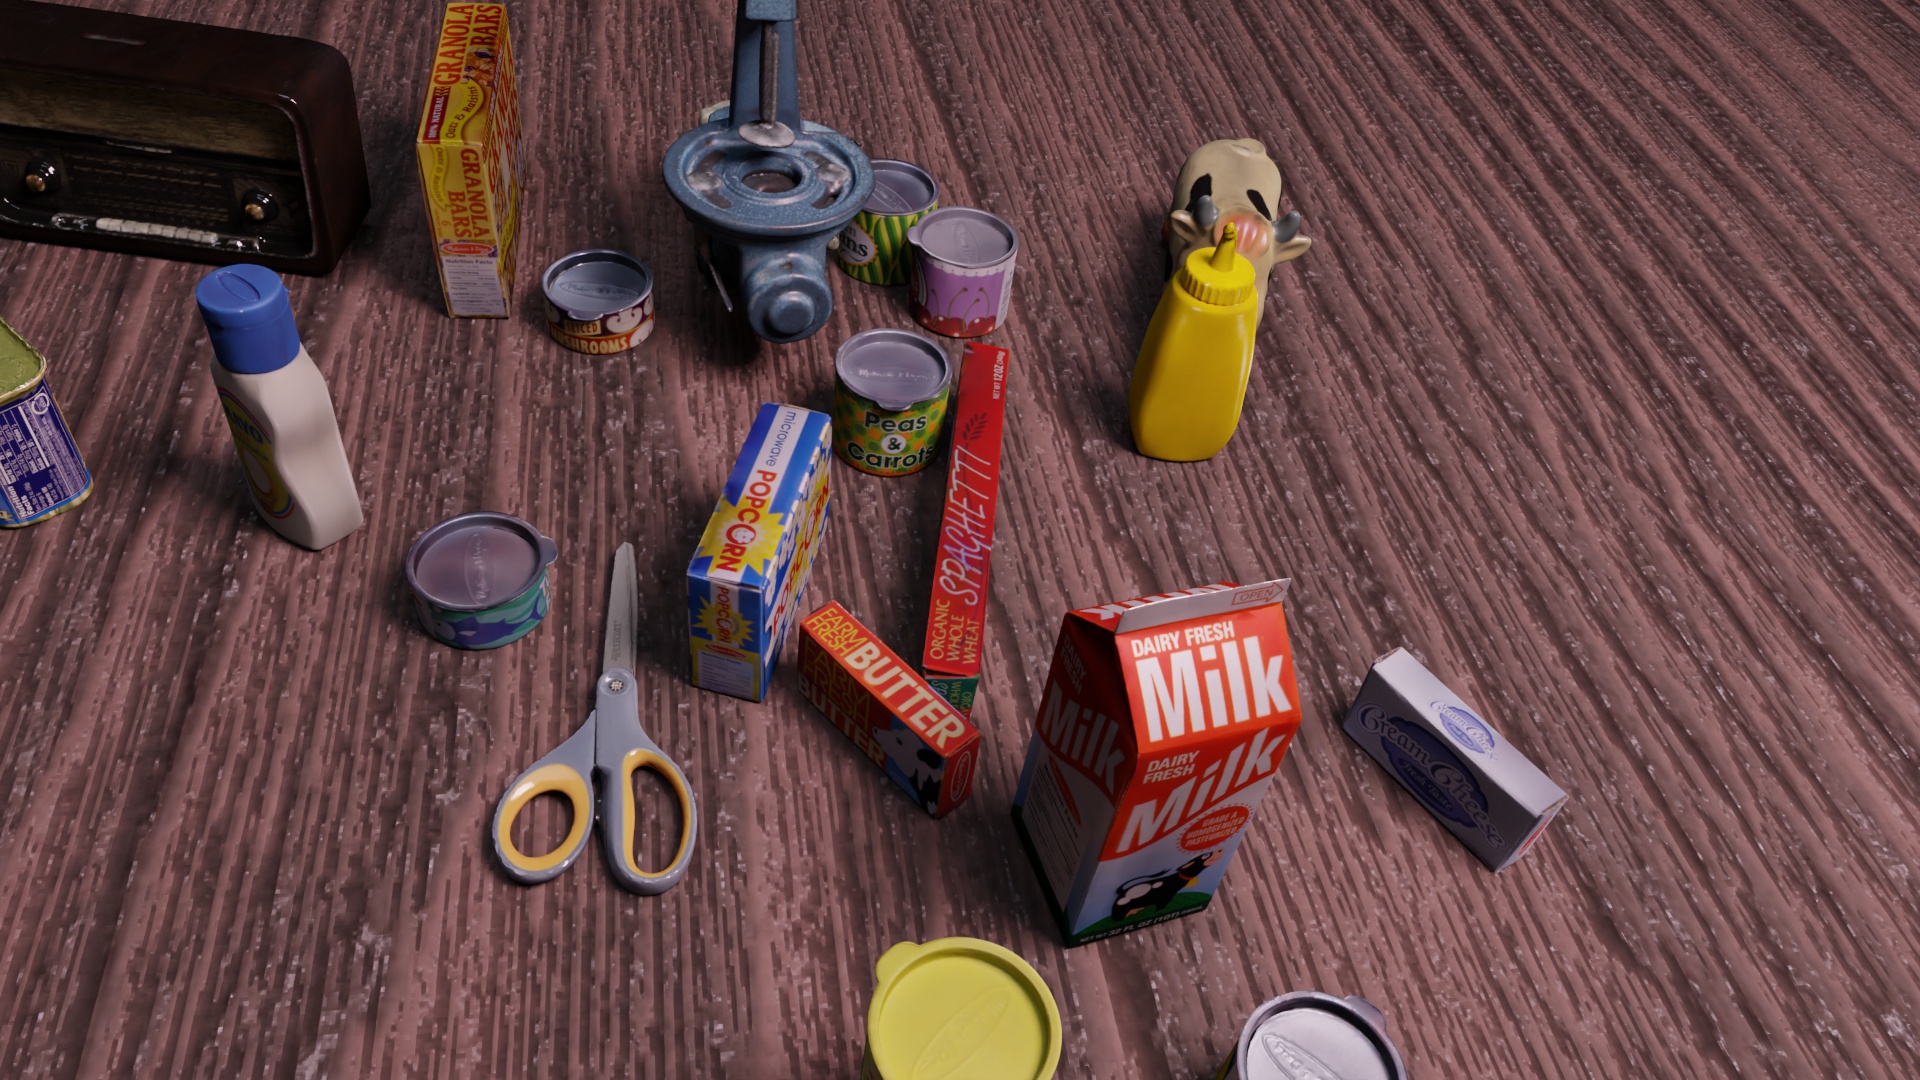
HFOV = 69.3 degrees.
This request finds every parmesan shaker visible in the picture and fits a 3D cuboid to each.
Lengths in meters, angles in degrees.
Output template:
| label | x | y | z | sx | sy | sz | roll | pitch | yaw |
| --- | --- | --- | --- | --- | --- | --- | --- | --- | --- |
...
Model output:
| label | x | y | z | sx | sy | sz | roll | pitch | yaw |
| --- | --- | --- | --- | --- | --- | --- | --- | --- | --- |
| parmesan shaker | -0.006 | 0.198 | 0.509 | 0.071 | 0.102 | 0.072 | 4 | 46 | -5 |

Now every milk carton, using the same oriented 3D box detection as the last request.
| label | x | y | z | sx | sy | sz | roll | pitch | yaw |
| --- | --- | --- | --- | --- | --- | --- | --- | --- | --- |
| milk carton | 0.079 | 0.083 | 0.570 | 0.072 | 0.189 | 0.074 | -10 | 49 | -18 |

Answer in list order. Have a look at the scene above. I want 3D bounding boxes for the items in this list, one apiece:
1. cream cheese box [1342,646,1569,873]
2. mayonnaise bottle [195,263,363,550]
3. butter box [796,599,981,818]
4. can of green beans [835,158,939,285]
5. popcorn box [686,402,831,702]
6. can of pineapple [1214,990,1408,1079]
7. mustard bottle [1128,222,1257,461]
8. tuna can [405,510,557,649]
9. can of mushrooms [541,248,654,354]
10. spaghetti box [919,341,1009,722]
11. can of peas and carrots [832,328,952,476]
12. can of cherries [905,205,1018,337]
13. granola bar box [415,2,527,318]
| label | x | y | z | sx | sy | sz | roll | pitch | yaw |
| --- | --- | --- | --- | --- | --- | --- | --- | --- | --- |
| cream cheese box | 0.235 | 0.105 | 0.669 | 0.024 | 0.053 | 0.104 | -25 | 55 | -28 |
| mayonnaise bottle | -0.333 | -0.064 | 0.676 | 0.065 | 0.147 | 0.041 | 33 | 51 | 21 |
| butter box | -0.036 | 0.079 | 0.652 | 0.024 | 0.052 | 0.104 | -32 | 59 | -33 |
| can of green beans | -0.050 | -0.211 | 0.923 | 0.071 | 0.057 | 0.071 | 4 | 46 | -5 |
| popcorn box | -0.098 | 0.004 | 0.692 | 0.038 | 0.084 | 0.127 | 12 | 46 | 3 |
| can of pineapple | 0.135 | 0.219 | 0.542 | 0.071 | 0.057 | 0.071 | 4 | 46 | -5 |
| mustard bottle | 0.138 | -0.115 | 0.790 | 0.065 | 0.159 | 0.049 | 3 | 46 | -6 |
| tuna can | -0.236 | 0.019 | 0.691 | 0.071 | 0.032 | 0.071 | 5 | 46 | -5 |
| can of mushrooms | -0.222 | -0.145 | 0.849 | 0.071 | 0.033 | 0.071 | 5 | 46 | -5 |
| spaghetti box | 0.003 | -0.009 | 0.744 | 0.029 | 0.049 | 0.251 | 8 | 46 | -1 |
| can of peas and carrots | -0.040 | -0.077 | 0.796 | 0.071 | 0.058 | 0.071 | 4 | 46 | -5 |
| can of cherries | -0.002 | -0.173 | 0.893 | 0.071 | 0.058 | 0.072 | 4 | 46 | -5 |
| granola bar box | -0.301 | -0.237 | 0.862 | 0.039 | 0.123 | 0.166 | -2 | 47 | -10 |
